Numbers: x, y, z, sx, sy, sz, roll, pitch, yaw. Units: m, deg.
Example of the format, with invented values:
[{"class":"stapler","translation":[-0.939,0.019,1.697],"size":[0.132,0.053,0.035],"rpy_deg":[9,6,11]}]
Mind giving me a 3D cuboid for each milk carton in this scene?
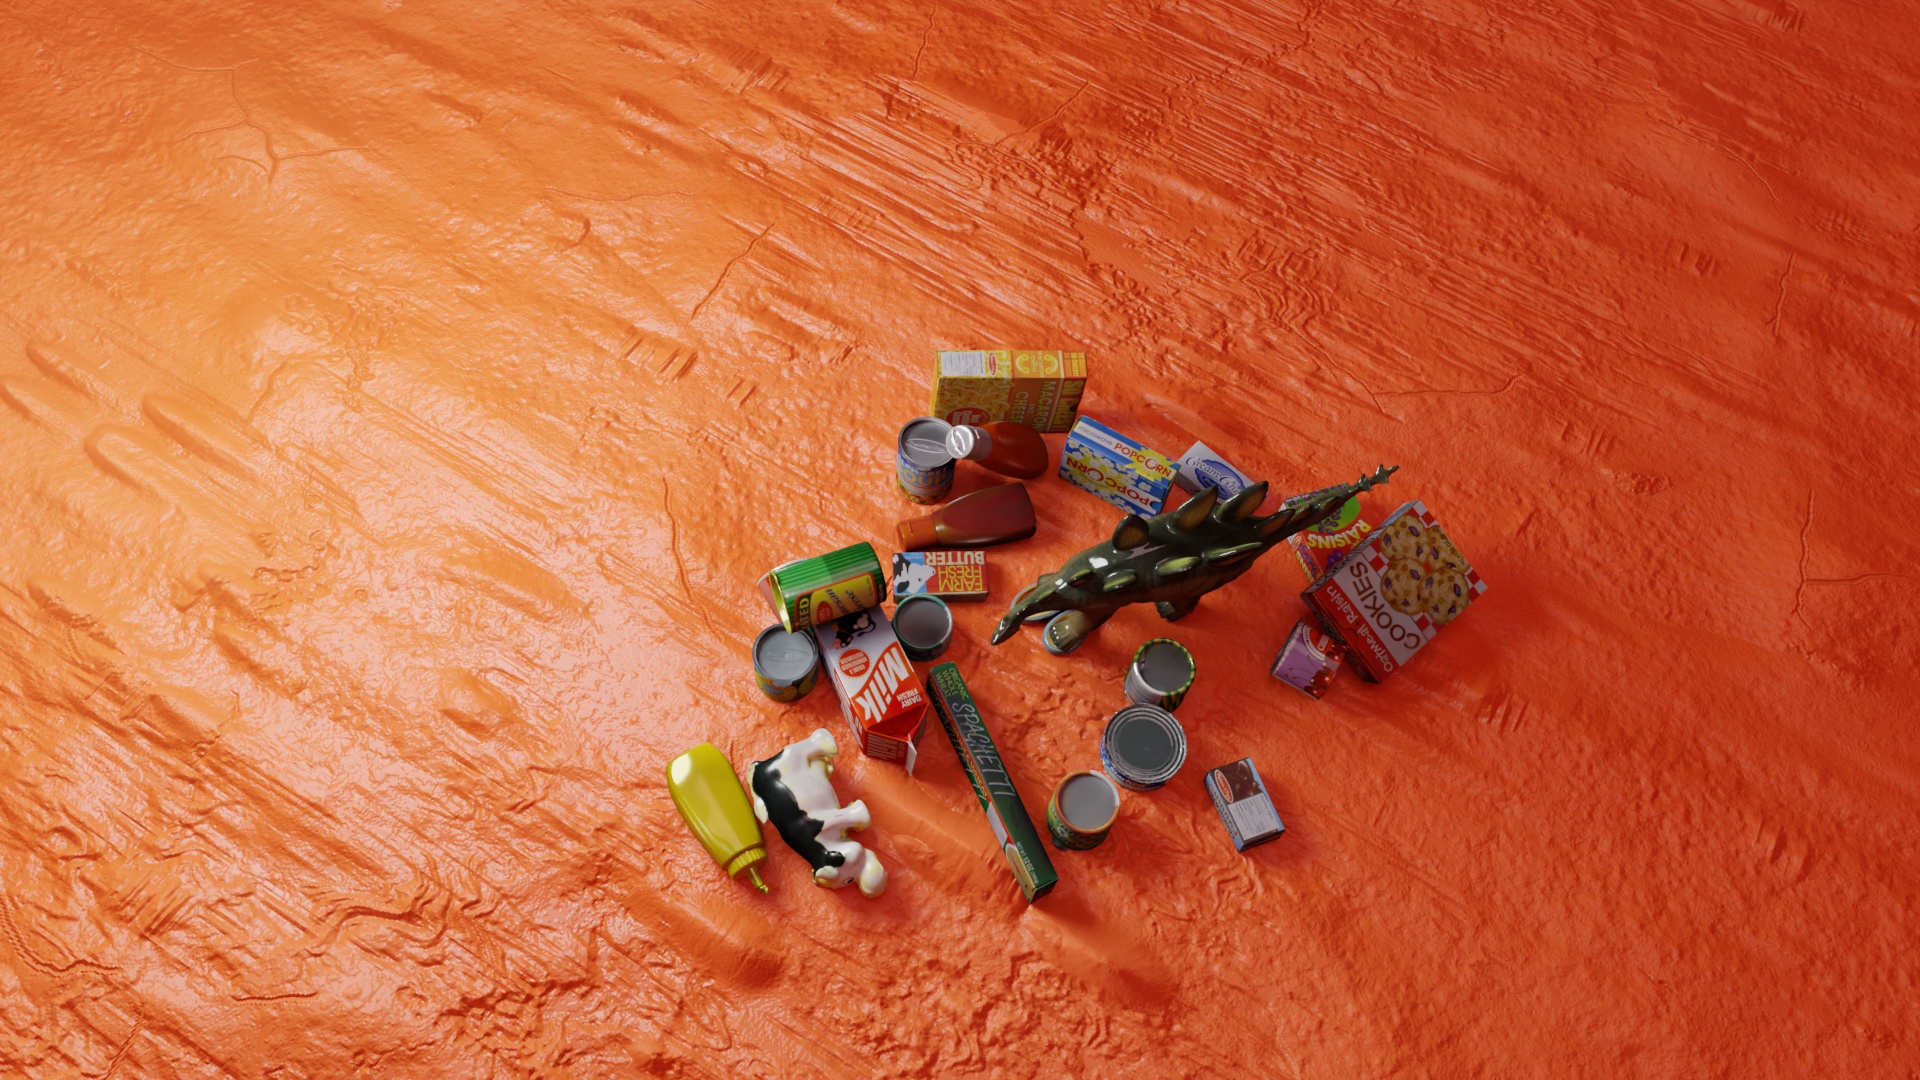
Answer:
[{"class":"milk carton","translation":[-0.088,0.146,1.411],"size":[0.073,0.072,0.191],"rpy_deg":[-21,65,-16]}]

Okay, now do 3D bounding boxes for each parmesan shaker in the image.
[{"class":"parmesan shaker","translation":[-0.132,0.044,1.383],"size":[0.103,0.071,0.071],"rpy_deg":[-18,64,-15]}]

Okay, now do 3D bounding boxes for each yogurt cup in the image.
[{"class":"yogurt cup","translation":[-0.172,0.057,1.460],"size":[0.072,0.072,0.054],"rpy_deg":[-21,73,-16]}]

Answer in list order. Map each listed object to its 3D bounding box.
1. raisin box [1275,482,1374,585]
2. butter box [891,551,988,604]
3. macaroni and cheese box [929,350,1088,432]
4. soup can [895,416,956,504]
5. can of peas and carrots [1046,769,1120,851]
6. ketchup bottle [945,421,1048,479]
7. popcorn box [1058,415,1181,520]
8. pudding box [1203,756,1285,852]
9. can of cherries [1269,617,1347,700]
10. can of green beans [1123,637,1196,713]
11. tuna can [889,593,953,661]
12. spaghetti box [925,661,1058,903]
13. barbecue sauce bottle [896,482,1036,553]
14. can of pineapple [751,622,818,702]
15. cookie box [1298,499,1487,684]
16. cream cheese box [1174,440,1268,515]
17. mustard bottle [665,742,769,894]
[{"class":"raisin box","translation":[0.419,0.003,1.557],"size":[0.086,0.040,0.124],"rpy_deg":[-14,62,-14]},{"class":"butter box","translation":[-0.022,0.040,1.504],"size":[0.103,0.024,0.053],"rpy_deg":[-2,62,-6]},{"class":"macaroni and cheese box","translation":[0.052,-0.166,1.569],"size":[0.167,0.123,0.040],"rpy_deg":[-1,64,-6]},{"class":"soup can","translation":[-0.039,-0.085,1.538],"size":[0.071,0.083,0.071],"rpy_deg":[2,61,-4]},{"class":"can of peas and carrots","translation":[0.119,0.268,1.370],"size":[0.071,0.058,0.071],"rpy_deg":[2,61,-4]},{"class":"ketchup bottle","translation":[0.040,-0.103,1.527],"size":[0.149,0.043,0.065],"rpy_deg":[3,60,-56]},{"class":"popcorn box","translation":[0.176,-0.078,1.553],"size":[0.127,0.084,0.038],"rpy_deg":[29,62,11]},{"class":"pudding box","translation":[0.287,0.266,1.403],"size":[0.050,0.030,0.084],"rpy_deg":[-17,64,-13]},{"class":"can of cherries","translation":[0.368,0.125,1.466],"size":[0.058,0.071,0.072],"rpy_deg":[29,63,11]},{"class":"can of green beans","translation":[0.208,0.142,1.449],"size":[0.071,0.057,0.071],"rpy_deg":[2,61,-4]},{"class":"tuna can","translation":[-0.043,0.091,1.468],"size":[0.071,0.032,0.071],"rpy_deg":[2,61,-4]},{"class":"spaghetti box","translation":[0.028,0.237,1.384],"size":[0.029,0.050,0.251],"rpy_deg":[-19,64,-17]},{"class":"barbecue sauce bottle","translation":[0.005,-0.019,1.529],"size":[0.149,0.043,0.065],"rpy_deg":[-13,62,-11]},{"class":"can of pineapple","translation":[-0.179,0.127,1.422],"size":[0.071,0.057,0.071],"rpy_deg":[2,61,-4]},{"class":"cookie box","translation":[0.466,0.055,1.495],"size":[0.168,0.040,0.123],"rpy_deg":[-38,92,-14]},{"class":"cream cheese box","translation":[0.295,-0.064,1.591],"size":[0.104,0.024,0.053],"rpy_deg":[39,64,16]},{"class":"mustard bottle","translation":[-0.227,0.275,1.340],"size":[0.065,0.048,0.160],"rpy_deg":[-25,66,-21]}]
